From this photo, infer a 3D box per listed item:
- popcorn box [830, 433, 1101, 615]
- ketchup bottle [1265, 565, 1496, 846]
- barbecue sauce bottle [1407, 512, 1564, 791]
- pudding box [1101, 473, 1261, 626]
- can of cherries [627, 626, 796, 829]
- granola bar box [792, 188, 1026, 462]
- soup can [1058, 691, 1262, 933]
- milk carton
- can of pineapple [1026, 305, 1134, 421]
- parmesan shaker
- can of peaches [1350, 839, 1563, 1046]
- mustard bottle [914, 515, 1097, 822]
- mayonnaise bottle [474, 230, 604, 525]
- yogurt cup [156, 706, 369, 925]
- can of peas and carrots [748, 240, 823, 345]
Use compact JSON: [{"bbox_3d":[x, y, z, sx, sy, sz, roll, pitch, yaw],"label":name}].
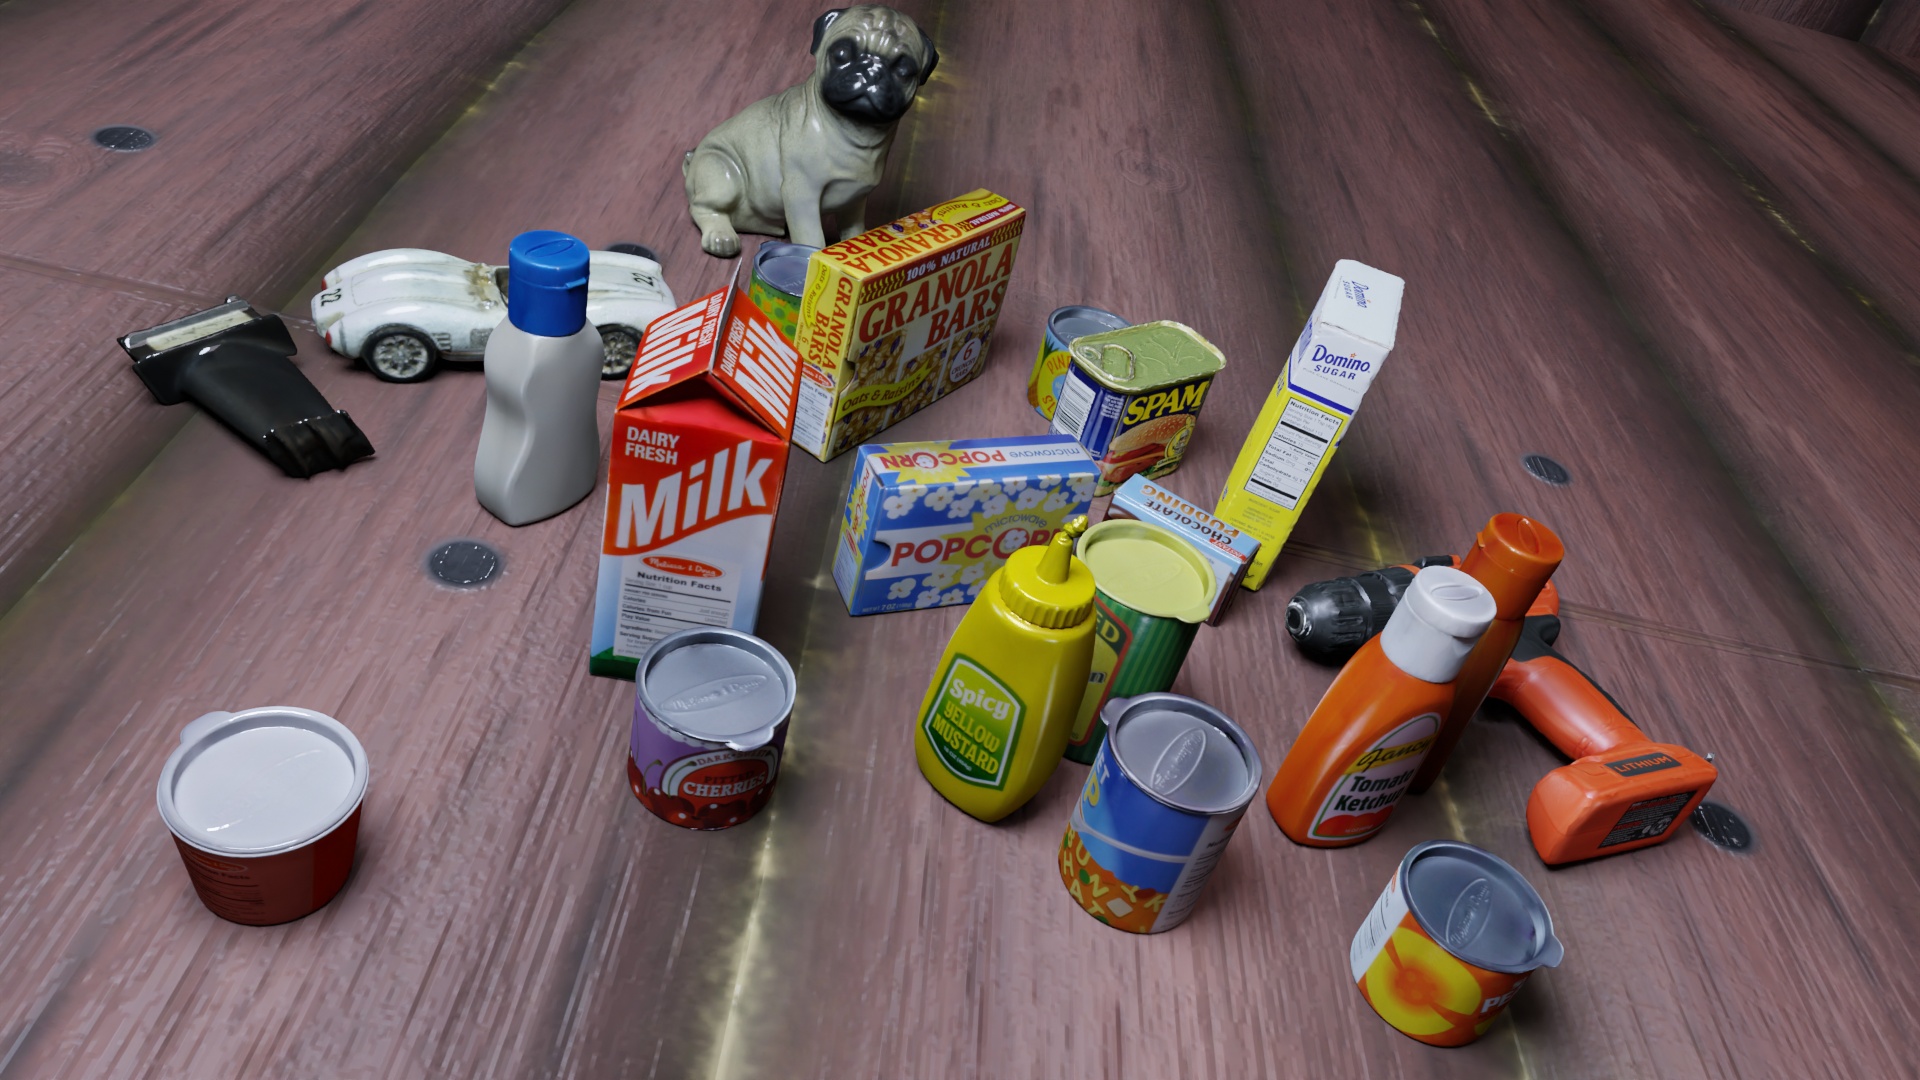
[{"bbox_3d":[0.003,-0.009,0.725,0.127,0.084,0.038,-5,42,-26],"label":"popcorn box"},{"bbox_3d":[0.194,0.077,0.635,0.065,0.148,0.044,-4,41,-25],"label":"ketchup bottle"},{"bbox_3d":[0.244,0.054,0.684,0.044,0.147,0.065,17,37,1],"label":"barbecue sauce bottle"},{"bbox_3d":[0.120,0.005,0.781,0.084,0.049,0.030,30,39,17],"label":"pudding box"},{"bbox_3d":[-0.106,0.082,0.591,0.071,0.058,0.072,10,38,-8],"label":"can of cherries"},{"bbox_3d":[-0.033,-0.132,0.835,0.039,0.123,0.166,33,40,20],"label":"granola bar box"},{"bbox_3d":[0.081,0.116,0.598,0.071,0.083,0.072,10,37,-8],"label":"soup can"},{"bbox_3d":[-0.115,-0.026,0.615,0.073,0.189,0.073,10,37,-8],"label":"milk carton"},{"bbox_3d":[0.081,-0.111,0.906,0.071,0.057,0.071,10,38,-8],"label":"can of pineapple"},{"bbox_3d":[0.075,0.052,0.660,0.071,0.102,0.072,10,37,-8],"label":"parmesan shaker"},{"bbox_3d":[0.210,0.174,0.594,0.071,0.057,0.071,10,38,-8],"label":"can of peaches"},{"bbox_3d":[0.024,0.051,0.596,0.065,0.159,0.049,34,41,22],"label":"mustard bottle"},{"bbox_3d":[-0.205,-0.079,0.684,0.041,0.147,0.065,33,40,21],"label":"mayonnaise bottle"},{"bbox_3d":[-0.254,0.104,0.512,0.072,0.053,0.073,10,38,-8],"label":"yogurt cup"},{"bbox_3d":[-0.105,-0.148,0.883,0.071,0.058,0.071,10,38,-8],"label":"can of peas and carrots"}]
